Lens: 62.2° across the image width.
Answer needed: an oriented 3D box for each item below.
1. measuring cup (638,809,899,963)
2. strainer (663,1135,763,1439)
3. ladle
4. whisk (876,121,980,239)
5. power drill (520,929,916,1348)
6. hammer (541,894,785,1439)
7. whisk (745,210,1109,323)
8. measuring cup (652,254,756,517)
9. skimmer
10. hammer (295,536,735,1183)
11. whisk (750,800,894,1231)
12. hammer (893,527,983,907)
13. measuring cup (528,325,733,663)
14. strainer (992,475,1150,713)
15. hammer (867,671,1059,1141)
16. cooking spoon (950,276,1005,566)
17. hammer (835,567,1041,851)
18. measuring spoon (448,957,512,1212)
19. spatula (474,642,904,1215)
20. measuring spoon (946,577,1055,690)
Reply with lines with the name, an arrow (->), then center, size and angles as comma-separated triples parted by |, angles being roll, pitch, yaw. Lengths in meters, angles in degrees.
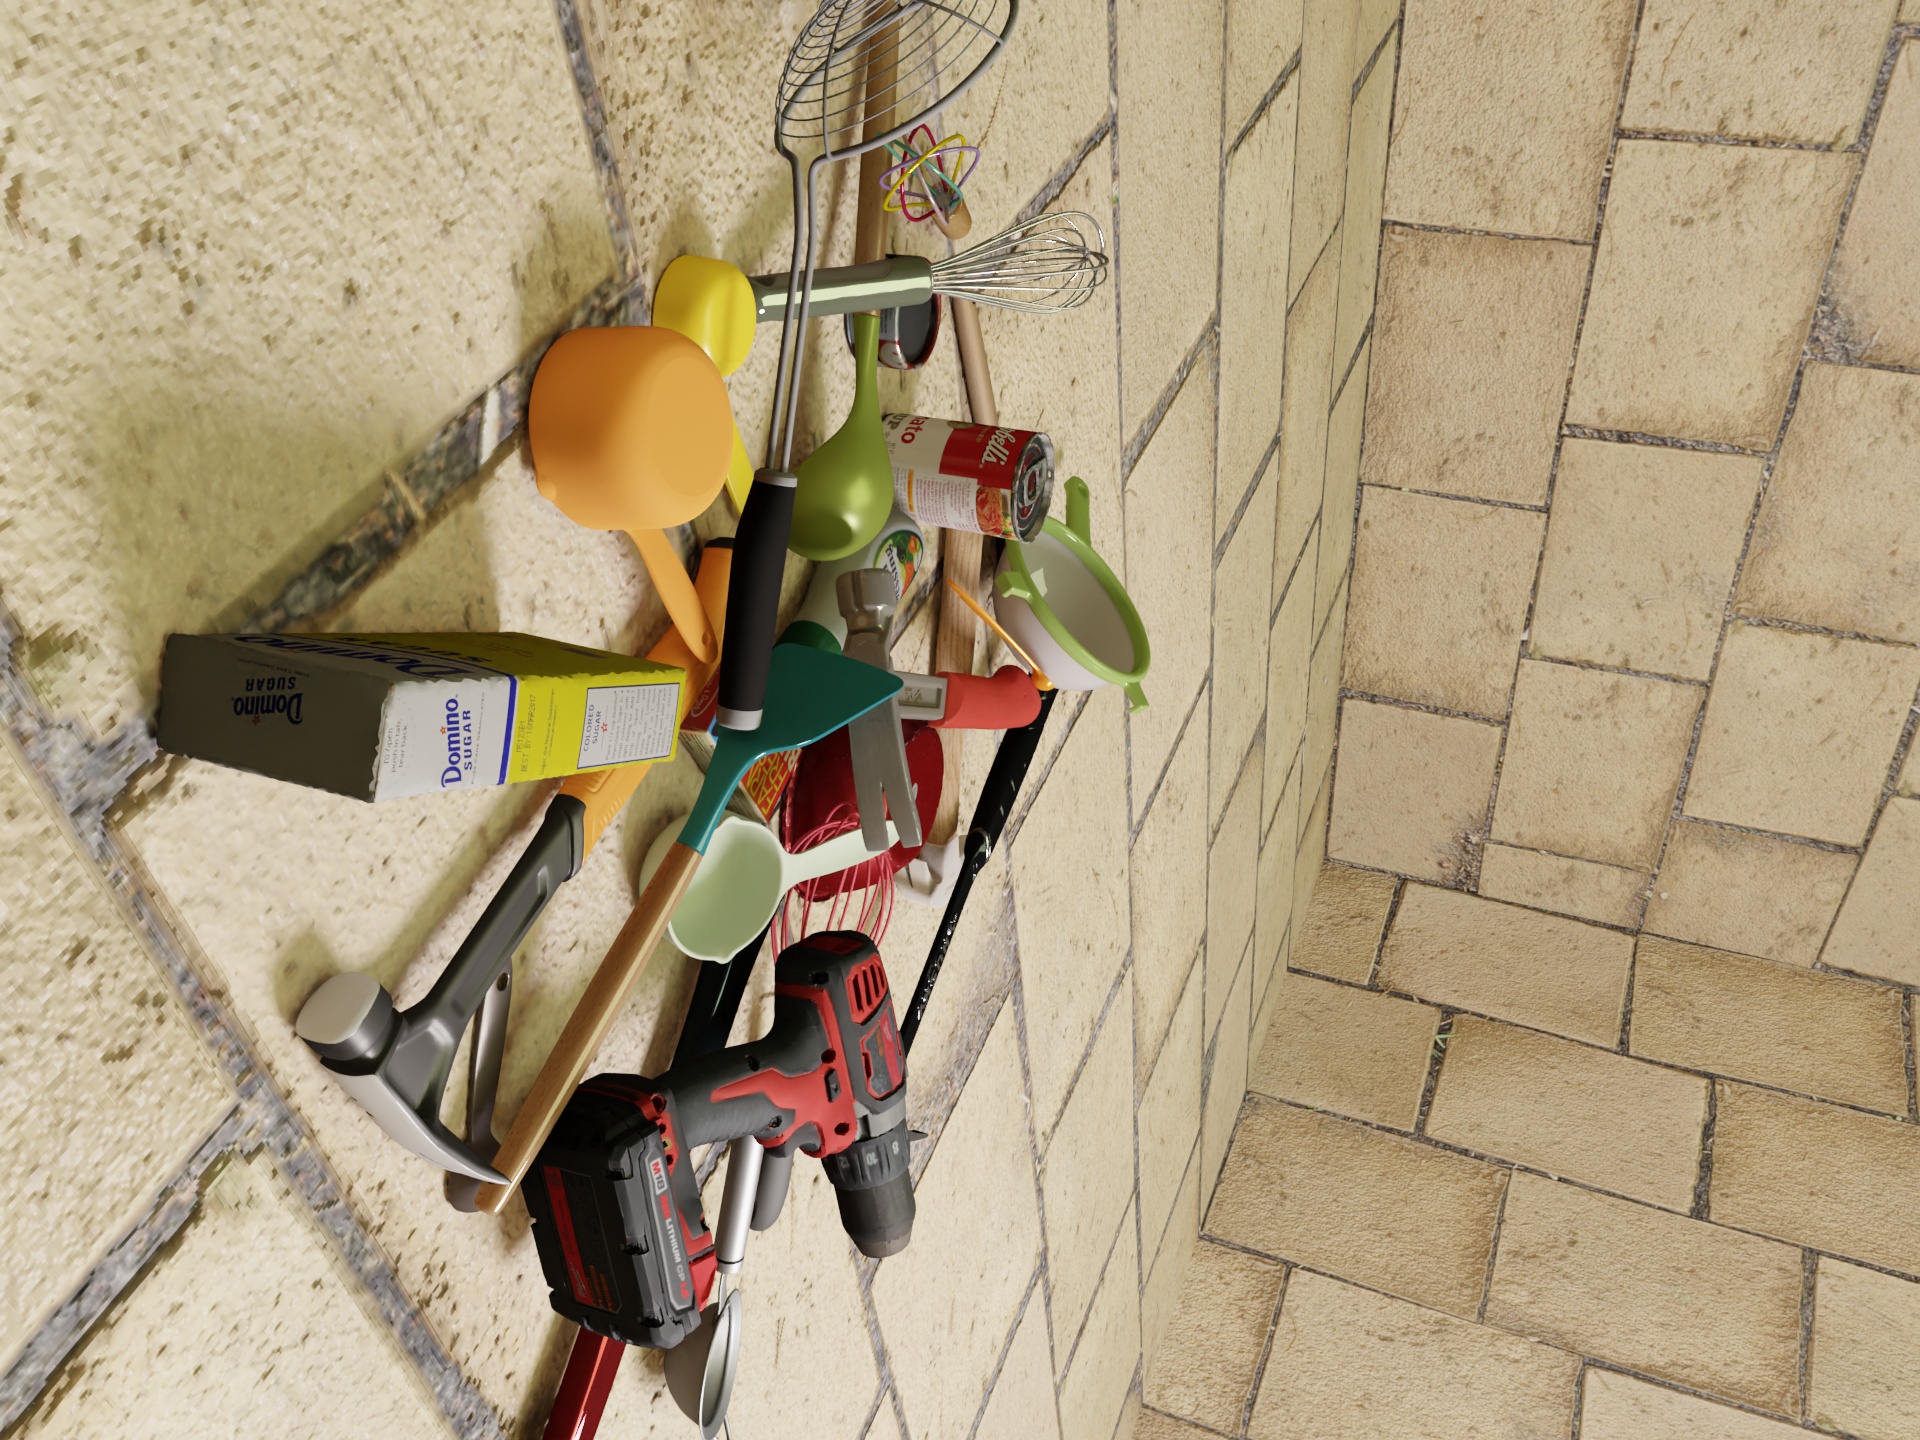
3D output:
measuring cup -> -0.101, 0.074, 0.860 | 0.167, 0.038, 0.083 | -16, 117, -45
strainer -> -0.138, 0.318, 0.926 | 0.087, 0.050, 0.258 | -64, 167, -72
ladle -> -0.061, -0.248, 0.873 | 0.078, 0.062, 0.320 | 1, 94, -64
whisk -> -0.015, -0.292, 0.886 | 0.245, 0.051, 0.047 | -68, 180, -79
power drill -> -0.106, 0.231, 0.825 | 0.226, 0.080, 0.188 | -24, 108, -50
hammer -> -0.166, 0.271, 0.867 | 0.143, 0.038, 0.386 | 55, 50, -65
whisk -> -0.015, -0.237, 0.849 | 0.246, 0.058, 0.059 | -18, 132, -35
measuring cup -> -0.111, -0.155, 0.785 | 0.156, 0.029, 0.062 | 77, 32, -44
skimmer -> -0.055, -0.173, 0.753 | 0.090, 0.127, 0.363 | -1, 106, -42
hammer -> -0.166, 0.041, 0.731 | 0.127, 0.034, 0.337 | 70, 35, -43
whisk -> -0.096, 0.185, 0.963 | 0.073, 0.073, 0.295 | -28, 135, -64
hammer -> -0.007, -0.021, 1.140 | 0.130, 0.031, 0.331 | -35, 133, -63
measuring cup -> -0.125, -0.094, 0.708 | 0.095, 0.052, 0.173 | -60, 141, -42
strainer -> 0.071, -0.106, 1.214 | 0.151, 0.069, 0.257 | 40, 29, -22
hammer -> 0.008, 0.112, 1.154 | 0.149, 0.036, 0.409 | 75, 32, -53
cooking spoon -> 0.024, -0.185, 1.150 | 0.318, 0.017, 0.069 | 77, 30, -50
hammer -> -0.002, -0.003, 1.001 | 0.359, 0.037, 0.149 | 4, 78, -75
measuring spoon -> -0.209, 0.164, 0.718 | 0.034, 0.018, 0.124 | -10, 110, -68
spatula -> -0.136, 0.089, 0.761 | 0.318, 0.082, 0.044 | -62, 150, -19
measuring spoon -> 0.026, -0.057, 1.097 | 0.011, 0.021, 0.116 | -46, 119, 0
